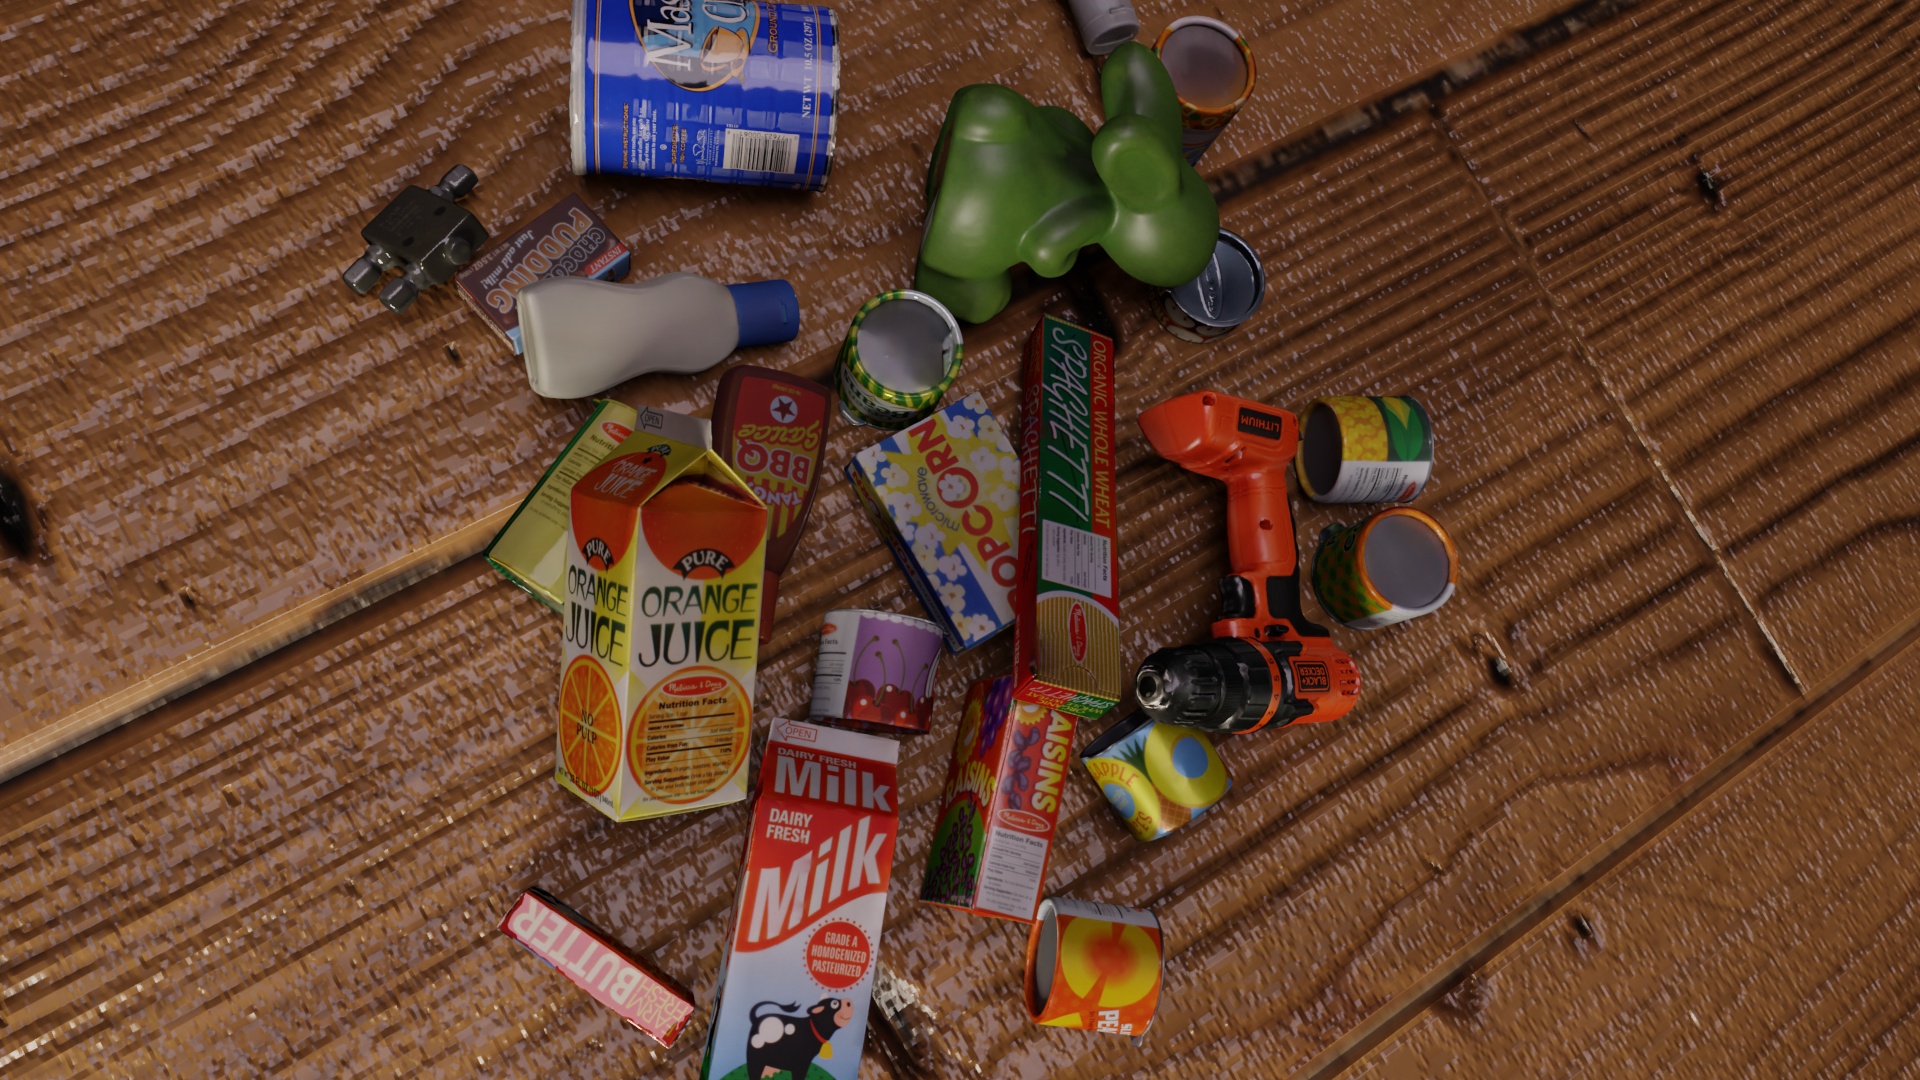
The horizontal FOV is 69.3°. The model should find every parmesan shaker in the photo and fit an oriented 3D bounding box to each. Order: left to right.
[{"bbox_3d":[-0.195,-0.016,0.732,0.071,0.071,0.103,35,73,-3],"label":"parmesan shaker"}]

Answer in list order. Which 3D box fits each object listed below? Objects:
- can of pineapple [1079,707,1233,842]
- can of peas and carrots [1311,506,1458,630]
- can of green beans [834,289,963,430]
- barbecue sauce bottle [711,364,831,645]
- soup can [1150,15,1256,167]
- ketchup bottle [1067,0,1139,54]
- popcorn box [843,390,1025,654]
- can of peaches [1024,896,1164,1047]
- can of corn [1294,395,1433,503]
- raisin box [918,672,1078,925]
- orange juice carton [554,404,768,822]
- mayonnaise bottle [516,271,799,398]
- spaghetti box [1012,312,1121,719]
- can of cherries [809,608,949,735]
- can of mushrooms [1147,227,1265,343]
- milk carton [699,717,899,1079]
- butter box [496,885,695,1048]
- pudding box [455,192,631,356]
[{"bbox_3d":[0.107,0.126,0.769,0.071,0.071,0.058,-33,87,-18],"label":"can of pineapple"},{"bbox_3d":[0.253,0.015,0.833,0.071,0.058,0.071,3,77,-13],"label":"can of peas and carrots"},{"bbox_3d":[-0.036,-0.102,0.793,0.071,0.057,0.071,3,77,-12],"label":"can of green beans"},{"bbox_3d":[-0.112,-0.018,0.762,0.065,0.043,0.149,14,74,-26],"label":"barbecue sauce bottle"},{"bbox_3d":[0.136,-0.270,0.858,0.071,0.083,0.071,3,78,-13],"label":"soup can"},{"bbox_3d":[0.073,-0.387,0.891,0.065,0.043,0.149,-18,82,-15],"label":"ketchup bottle"},{"bbox_3d":[0.003,-0.010,0.790,0.085,0.038,0.127,-29,85,-18],"label":"popcorn box"},{"bbox_3d":[0.070,0.228,0.736,0.058,0.071,0.071,11,75,-10],"label":"can of peaches"},{"bbox_3d":[0.243,-0.057,0.844,0.058,0.071,0.071,-1,78,-13],"label":"can of corn"},{"bbox_3d":[0.020,0.135,0.736,0.040,0.086,0.123,18,74,-14],"label":"raisin box"},{"bbox_3d":[-0.147,0.032,0.685,0.073,0.072,0.192,-1,99,-41],"label":"orange juice carton"},{"bbox_3d":[-0.163,-0.118,0.763,0.148,0.041,0.064,-12,106,-28],"label":"mayonnaise bottle"},{"bbox_3d":[0.059,-0.021,0.763,0.050,0.028,0.251,17,52,-18],"label":"spaghetti box"},{"bbox_3d":[-0.042,0.072,0.747,0.071,0.071,0.058,10,76,-11],"label":"can of cherries"},{"bbox_3d":[0.150,-0.158,0.862,0.071,0.033,0.071,3,77,-13],"label":"can of mushrooms"},{"bbox_3d":[-0.080,0.190,0.707,0.072,0.073,0.191,12,75,-10],"label":"milk carton"},{"bbox_3d":[-0.179,0.210,0.690,0.103,0.053,0.024,36,74,-3],"label":"butter box"},{"bbox_3d":[-0.231,-0.148,0.772,0.084,0.030,0.049,-41,90,-18],"label":"pudding box"}]
